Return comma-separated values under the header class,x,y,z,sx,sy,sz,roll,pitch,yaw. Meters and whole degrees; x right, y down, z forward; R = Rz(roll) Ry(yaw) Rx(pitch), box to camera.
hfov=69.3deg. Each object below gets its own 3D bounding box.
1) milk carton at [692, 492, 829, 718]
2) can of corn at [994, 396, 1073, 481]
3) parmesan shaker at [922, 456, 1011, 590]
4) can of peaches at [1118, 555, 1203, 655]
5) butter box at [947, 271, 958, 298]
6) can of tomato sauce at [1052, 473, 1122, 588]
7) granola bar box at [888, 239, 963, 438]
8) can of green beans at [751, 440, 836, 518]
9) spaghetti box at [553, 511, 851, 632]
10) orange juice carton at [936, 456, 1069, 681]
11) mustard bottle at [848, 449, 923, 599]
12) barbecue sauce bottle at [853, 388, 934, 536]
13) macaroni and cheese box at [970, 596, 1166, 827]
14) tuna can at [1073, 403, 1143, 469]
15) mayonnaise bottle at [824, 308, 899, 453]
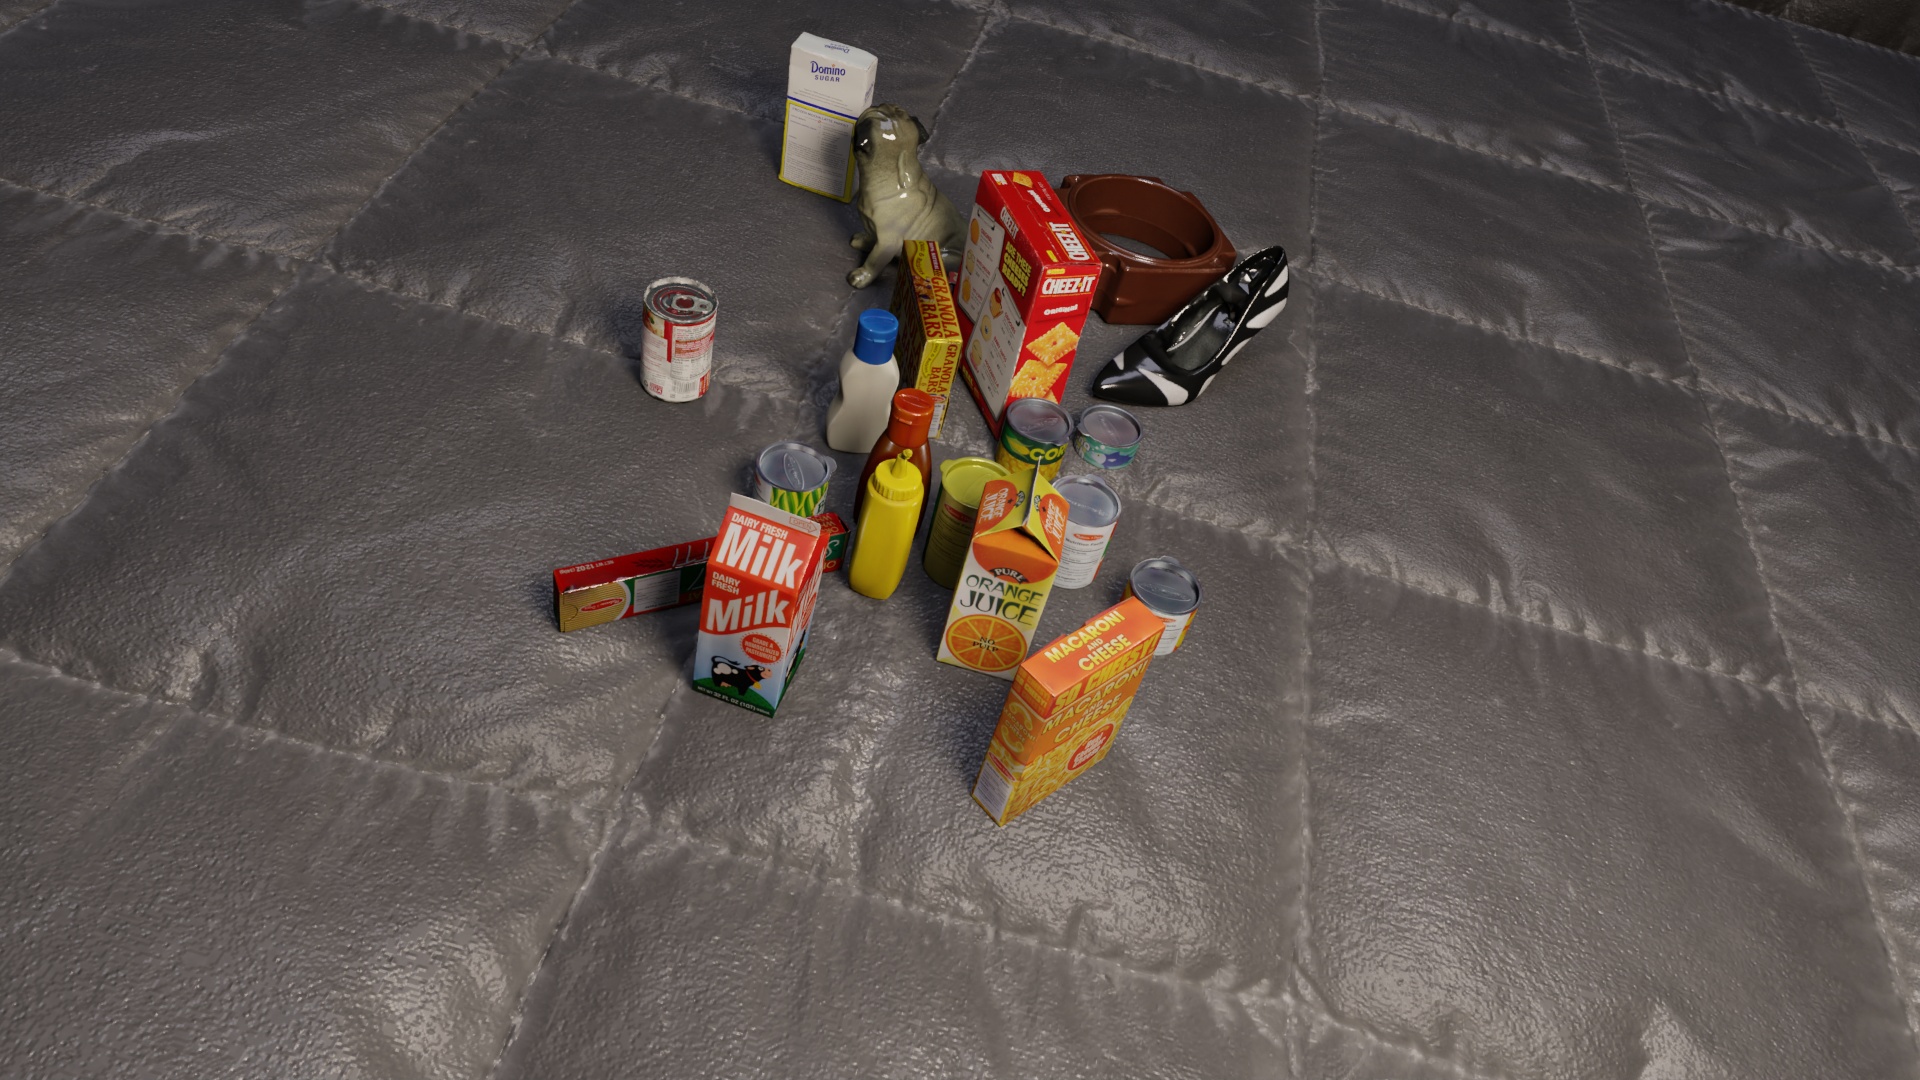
class,x,y,z,sx,sy,sz,roll,pitch,yaw
milk carton,-0.151,0.042,1.056,0.072,0.189,0.074,19,44,3
can of corn,0.072,-0.095,1.353,0.071,0.058,0.071,8,44,-8
parmesan shaker,0.004,-0.015,1.221,0.071,0.102,0.072,8,44,-8
can of peaches,0.174,0.058,1.228,0.071,0.057,0.071,8,44,-8
butter box,0.032,-0.255,1.506,0.103,0.052,0.024,10,44,-6
can of tomato sauce,0.103,-0.009,1.257,0.071,0.082,0.071,8,44,-8
granola bar box,-0.038,-0.201,1.380,0.039,0.123,0.166,2,46,-15
can of green beans,-0.152,-0.046,1.239,0.071,0.057,0.071,8,44,-8
spaghetti box,-0.212,0.024,1.157,0.251,0.049,0.029,-13,51,-27
orange juice carton,0.038,0.022,1.128,0.073,0.191,0.072,16,44,0
mustard bottle,-0.060,-0.021,1.167,0.049,0.159,0.066,16,44,0
barbecue sauce bottle,-0.054,-0.066,1.223,0.065,0.147,0.044,22,44,6
macaroni and cheese box,0.079,0.130,1.050,0.124,0.165,0.040,-27,58,-35
tuna can,0.146,-0.104,1.402,0.071,0.032,0.071,8,44,-8
mayonnaise bottle,-0.087,-0.147,1.294,0.065,0.147,0.041,2,45,-14
